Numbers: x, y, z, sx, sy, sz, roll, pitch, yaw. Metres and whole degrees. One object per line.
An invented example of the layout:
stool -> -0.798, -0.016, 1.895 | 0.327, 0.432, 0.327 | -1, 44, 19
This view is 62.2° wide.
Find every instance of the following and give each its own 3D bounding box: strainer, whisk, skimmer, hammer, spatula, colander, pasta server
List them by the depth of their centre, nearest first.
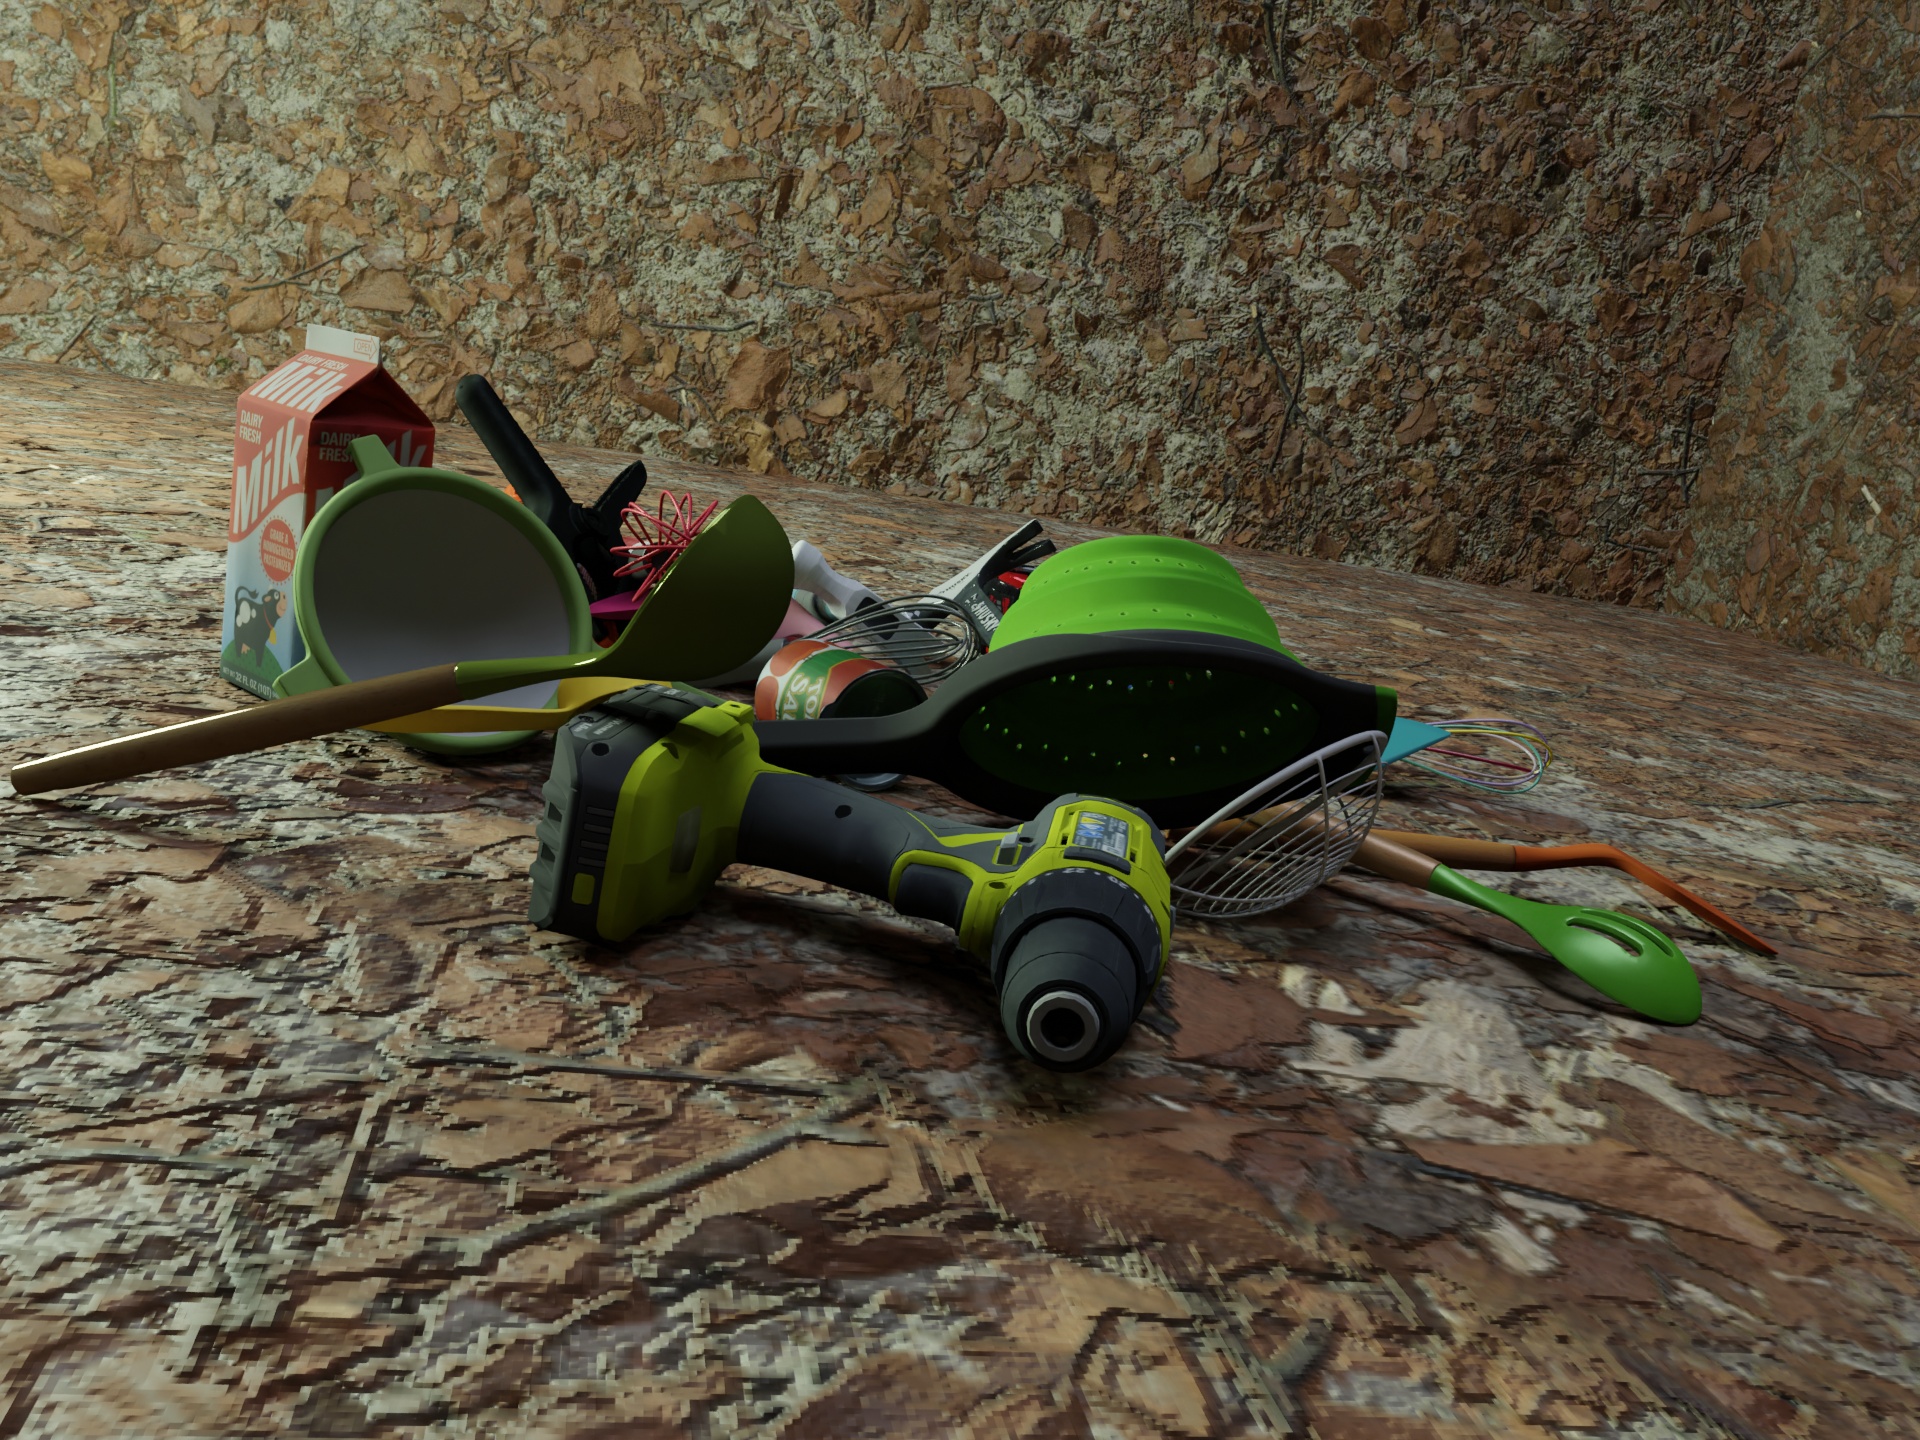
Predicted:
skimmer -> 0.009, 0.026, 0.731 | 0.363, 0.090, 0.127 | 9, -18, 5
colander -> 0.003, -0.022, 0.774 | 0.397, 0.095, 0.204 | -2, -25, 4
strainer -> -0.228, -0.029, 0.830 | 0.256, 0.152, 0.069 | 24, -33, -34
spatula -> 0.269, 0.081, 0.853 | 0.322, 0.041, 0.081 | 5, 12, -1
whisk -> -0.105, -0.039, 0.941 | 0.239, 0.055, 0.055 | -6, 9, 10
whisk -> -0.176, -0.095, 0.947 | 0.073, 0.073, 0.296 | 7, 2, -15
pasta server -> -0.049, -0.020, 0.972 | 0.316, 0.040, 0.060 | 32, 28, 35
spatula -> 0.165, 0.015, 1.019 | 0.317, 0.044, 0.082 | 3, 9, -25
hammer -> 0.037, -0.053, 1.073 | 0.036, 0.149, 0.409 | 53, 2, -19
whisk -> 0.300, 0.018, 1.145 | 0.245, 0.051, 0.047 | 7, -9, 6
hammer -> -0.089, -0.082, 1.167 | 0.128, 0.033, 0.331 | 35, -2, -13

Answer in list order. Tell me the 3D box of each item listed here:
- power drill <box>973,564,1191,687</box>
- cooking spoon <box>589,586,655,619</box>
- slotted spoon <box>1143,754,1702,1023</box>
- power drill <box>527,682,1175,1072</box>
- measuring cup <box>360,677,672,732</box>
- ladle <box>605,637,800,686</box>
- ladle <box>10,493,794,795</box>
power drill -> 0.084, -0.062, 1.250 | 0.143, 0.078, 0.220 | 6, 15, -15
cooking spoon -> -0.168, -0.096, 1.117 | 0.069, 0.017, 0.319 | -3, 10, 18
slotted spoon -> 0.212, 0.069, 0.790 | 0.314, 0.031, 0.070 | 23, 23, 38
power drill -> -0.034, 0.058, 0.585 | 0.228, 0.080, 0.190 | 14, 12, 5
measuring cup -> -0.212, -0.012, 0.758 | 0.156, 0.062, 0.029 | -1, 60, -32
ladle -> -0.226, -0.037, 0.990 | 0.315, 0.031, 0.069 | -1, 20, -34
ladle -> -0.215, -0.021, 0.600 | 0.320, 0.062, 0.078 | -12, 7, 7
